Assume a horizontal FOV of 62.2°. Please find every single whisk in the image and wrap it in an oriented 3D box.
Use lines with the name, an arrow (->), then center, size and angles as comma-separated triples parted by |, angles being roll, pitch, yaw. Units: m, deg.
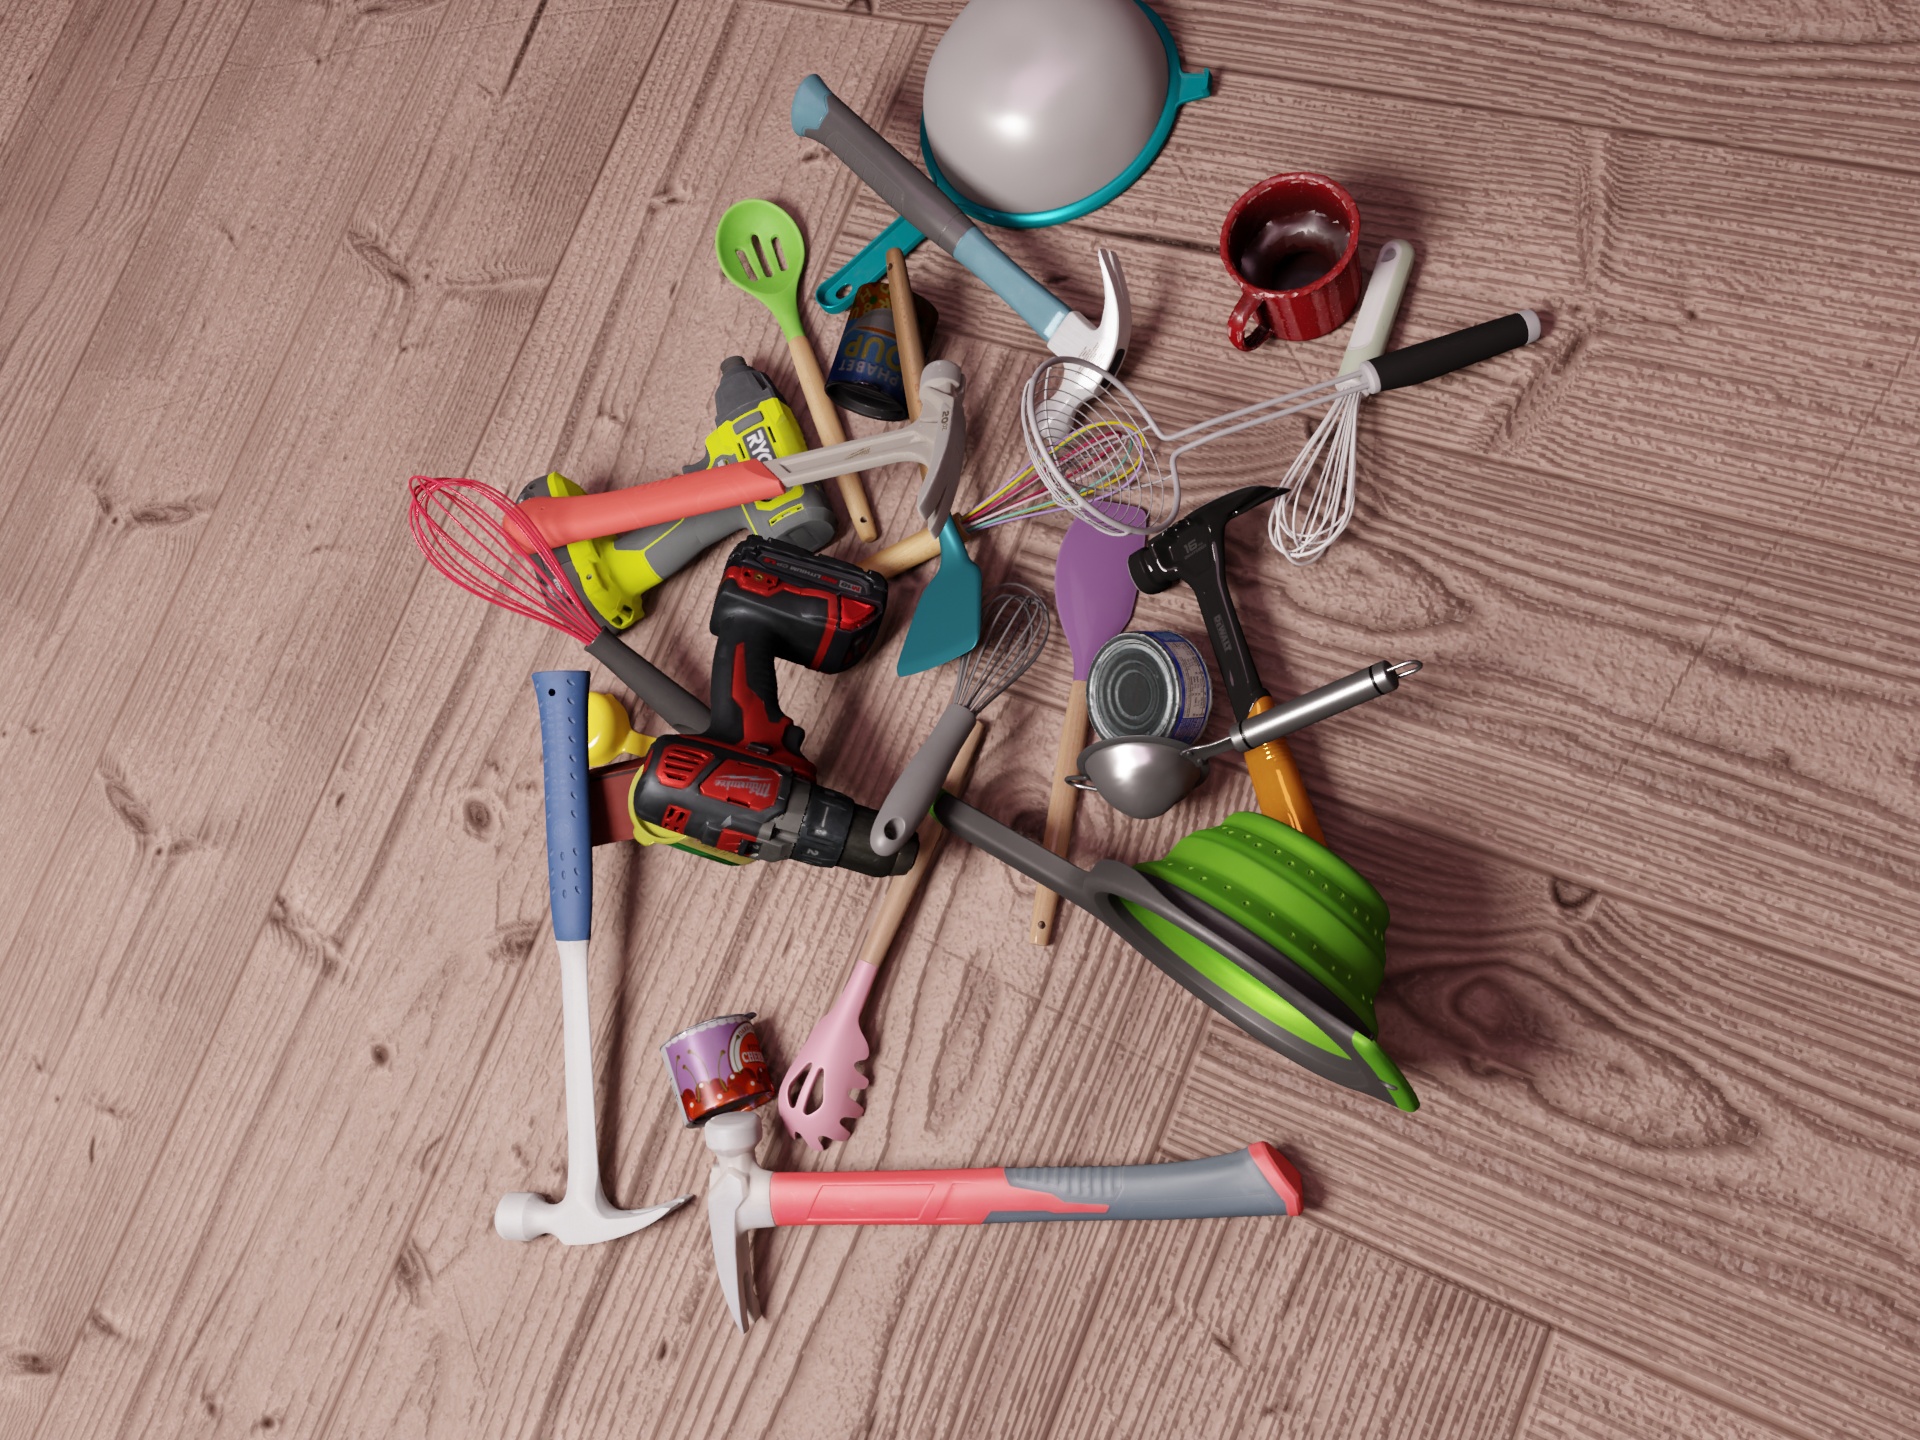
whisk -> 0.020, -0.154, 1.151 | 0.245, 0.047, 0.051 | -25, 70, 16
whisk -> -0.002, -0.004, 1.069 | 0.055, 0.055, 0.239 | 15, 54, 23
whisk -> 0.262, -0.218, 1.077 | 0.058, 0.059, 0.246 | 7, 73, 50
whisk -> -0.280, -0.073, 1.150 | 0.295, 0.073, 0.073 | 42, 94, -17

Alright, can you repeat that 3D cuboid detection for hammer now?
hammer -> -0.007, -0.358, 1.165 | 0.331, 0.033, 0.128 | 45, 115, 13
hammer -> 0.023, 0.319, 1.018 | 0.386, 0.038, 0.143 | -5, 92, 15
hammer -> 0.203, 0.017, 1.021 | 0.127, 0.034, 0.337 | -31, 68, 45
hammer -> -0.269, 0.167, 1.131 | 0.144, 0.035, 0.405 | -4, 88, 18
hammer -> -0.167, -0.157, 1.115 | 0.359, 0.036, 0.149 | -9, 49, 21

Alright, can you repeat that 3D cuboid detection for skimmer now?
skimmer -> 0.212, -0.212, 1.006 | 0.363, 0.090, 0.127 | -19, 75, -7

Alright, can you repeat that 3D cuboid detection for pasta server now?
pasta server -> -0.050, 0.145, 1.107 | 0.060, 0.040, 0.316 | 20, 80, 24

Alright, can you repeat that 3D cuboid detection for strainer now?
strainer -> 0.168, 0.014, 0.985 | 0.258, 0.086, 0.050 | -26, 49, 34
strainer -> 0.007, -0.446, 1.203 | 0.340, 0.095, 0.211 | -41, 66, 4

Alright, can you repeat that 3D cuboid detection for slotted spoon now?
slotted spoon -> -0.121, -0.274, 1.242 | 0.070, 0.031, 0.314 | -19, 71, -4

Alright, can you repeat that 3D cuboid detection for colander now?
colander -> 0.124, 0.090, 0.976 | 0.397, 0.204, 0.094 | 28, 76, 40

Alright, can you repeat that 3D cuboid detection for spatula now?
spatula -> 0.079, -0.002, 1.099 | 0.060, 0.018, 0.316 | 9, 79, 5
spatula -> -0.029, -0.191, 1.131 | 0.082, 0.044, 0.318 | -19, 76, 44

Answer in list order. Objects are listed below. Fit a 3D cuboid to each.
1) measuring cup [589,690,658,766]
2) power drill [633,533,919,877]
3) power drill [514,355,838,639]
measuring cup -> -0.243, 0.018, 1.208 | 0.156, 0.029, 0.062 | 16, 82, 23
power drill -> -0.106, -0.002, 1.085 | 0.188, 0.080, 0.227 | 17, 54, -9
power drill -> -0.221, -0.171, 1.228 | 0.223, 0.080, 0.171 | -26, 68, 8
